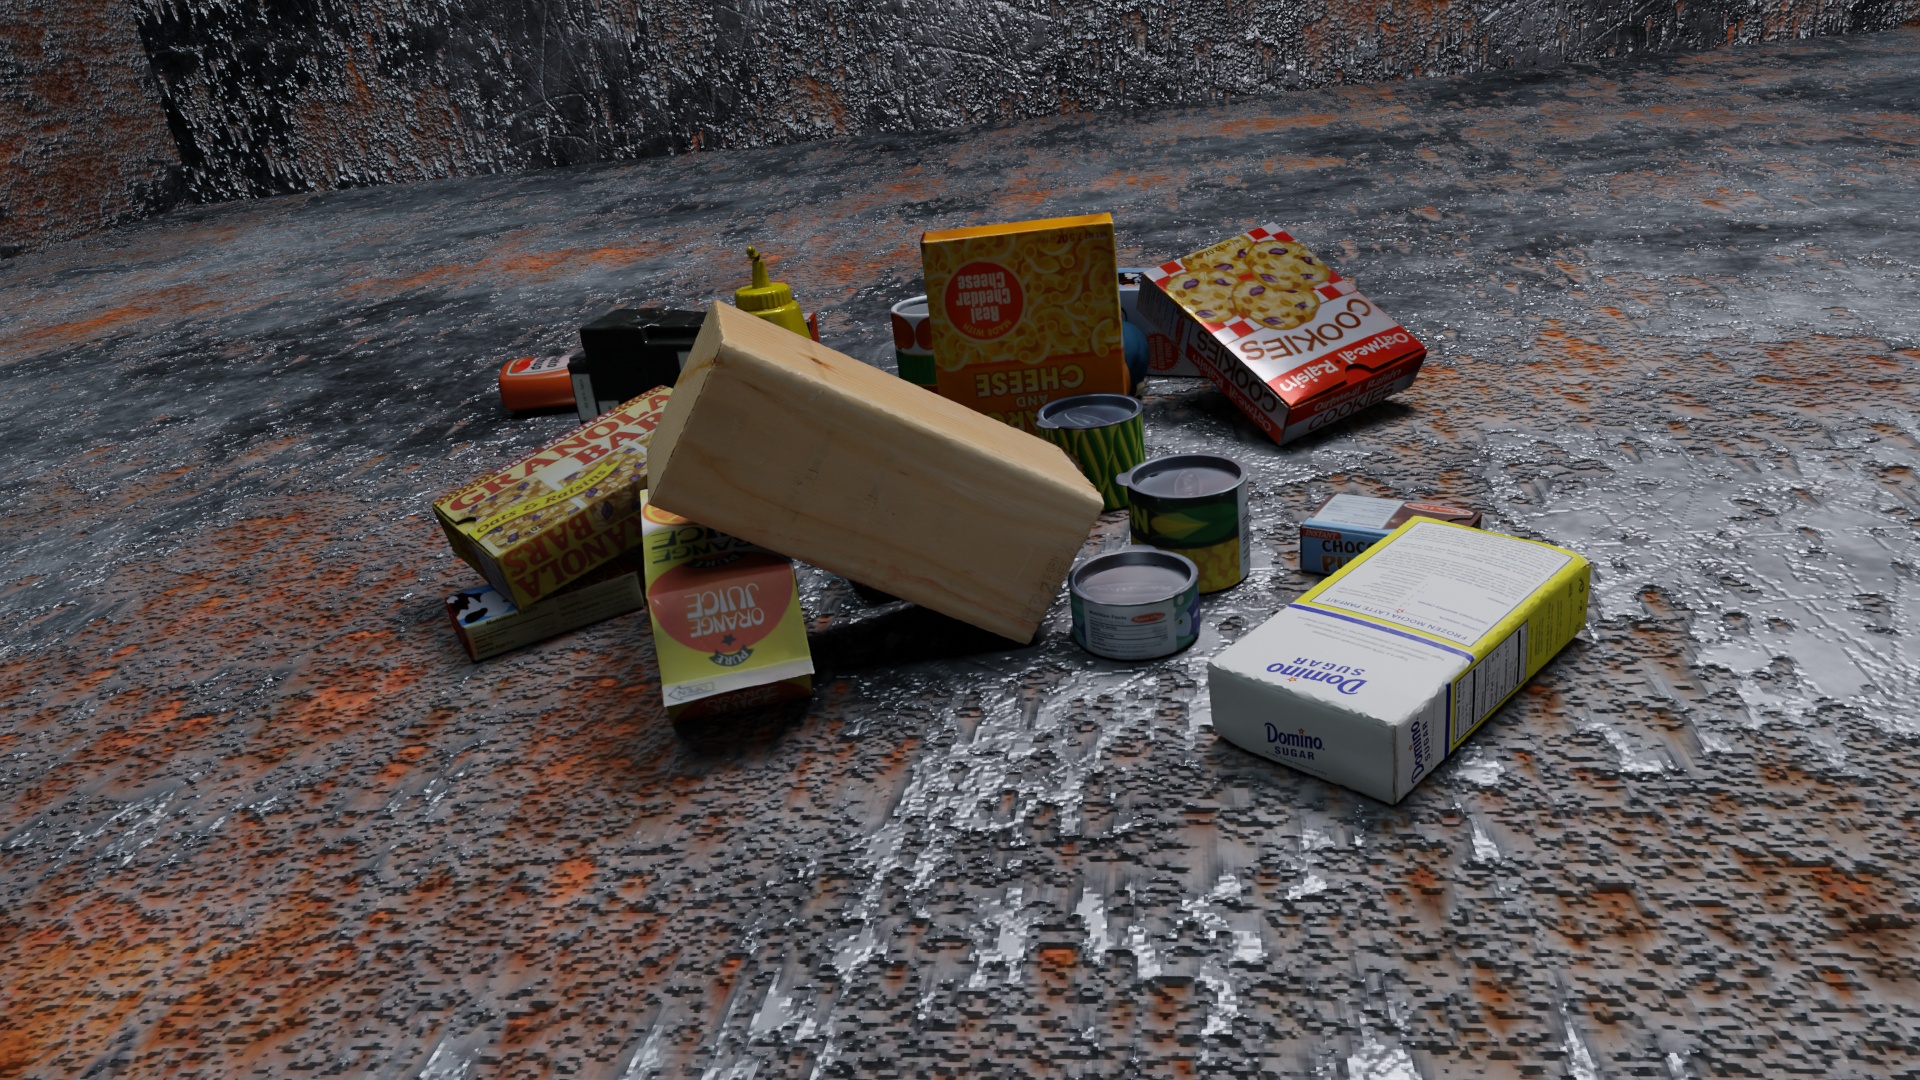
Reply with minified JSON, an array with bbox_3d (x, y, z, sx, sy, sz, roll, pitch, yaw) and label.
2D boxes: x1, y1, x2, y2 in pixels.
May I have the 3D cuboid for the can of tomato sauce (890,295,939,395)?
[{"bbox_3d":[-0.019,-0.145,1.089,0.071,0.082,0.071,-6,23,3],"label":"can of tomato sauce"}]

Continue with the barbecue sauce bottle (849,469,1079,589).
[{"bbox_3d":[0.003,-0.010,0.819,0.149,0.043,0.065,-13,21,-15],"label":"barbecue sauce bottle"}]

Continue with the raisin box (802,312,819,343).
[{"bbox_3d":[-0.171,-0.129,1.092,0.123,0.085,0.040,-5,20,3],"label":"raisin box"}]

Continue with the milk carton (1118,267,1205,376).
[{"bbox_3d":[0.187,-0.177,1.116,0.190,0.072,0.074,6,27,28],"label":"milk carton"}]

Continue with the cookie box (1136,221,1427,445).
[{"bbox_3d":[0.225,-0.151,0.989,0.123,0.040,0.168,-24,53,-21],"label":"cookie box"}]

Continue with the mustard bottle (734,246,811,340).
[{"bbox_3d":[-0.134,-0.132,0.996,0.065,0.159,0.049,0,22,13],"label":"mustard bottle"}]

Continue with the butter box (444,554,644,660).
[{"bbox_3d":[-0.241,0.035,0.808,0.104,0.024,0.053,-19,26,-25],"label":"butter box"}]

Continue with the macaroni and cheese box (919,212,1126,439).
[{"bbox_3d":[0.045,-0.124,0.916,0.124,0.165,0.040,-5,22,5],"label":"macaroni and cheese box"}]

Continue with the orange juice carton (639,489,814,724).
[{"bbox_3d":[-0.122,0.032,0.719,0.072,0.072,0.193,-10,24,-10],"label":"orange juice carton"}]

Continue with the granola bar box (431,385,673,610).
[{"bbox_3d":[-0.219,-0.032,0.837,0.166,0.039,0.124,-32,32,-25],"label":"granola bar box"}]

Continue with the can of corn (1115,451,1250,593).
[{"bbox_3d":[0.123,-0.010,0.763,0.071,0.058,0.071,-6,23,3],"label":"can of corn"}]

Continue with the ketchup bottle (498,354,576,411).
[{"bbox_3d":[-0.325,-0.143,1.226,0.149,0.043,0.065,-5,23,4],"label":"ketchup bottle"}]

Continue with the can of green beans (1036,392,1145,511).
[{"bbox_3d":[0.084,-0.056,0.883,0.071,0.057,0.071,-6,23,3],"label":"can of green beans"}]

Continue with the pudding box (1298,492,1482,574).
[{"bbox_3d":[0.230,0.000,0.745,0.084,0.030,0.050,9,27,33],"label":"pudding box"}]

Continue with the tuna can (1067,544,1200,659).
[{"bbox_3d":[0.089,0.031,0.710,0.071,0.032,0.071,-6,23,3],"label":"tuna can"}]
